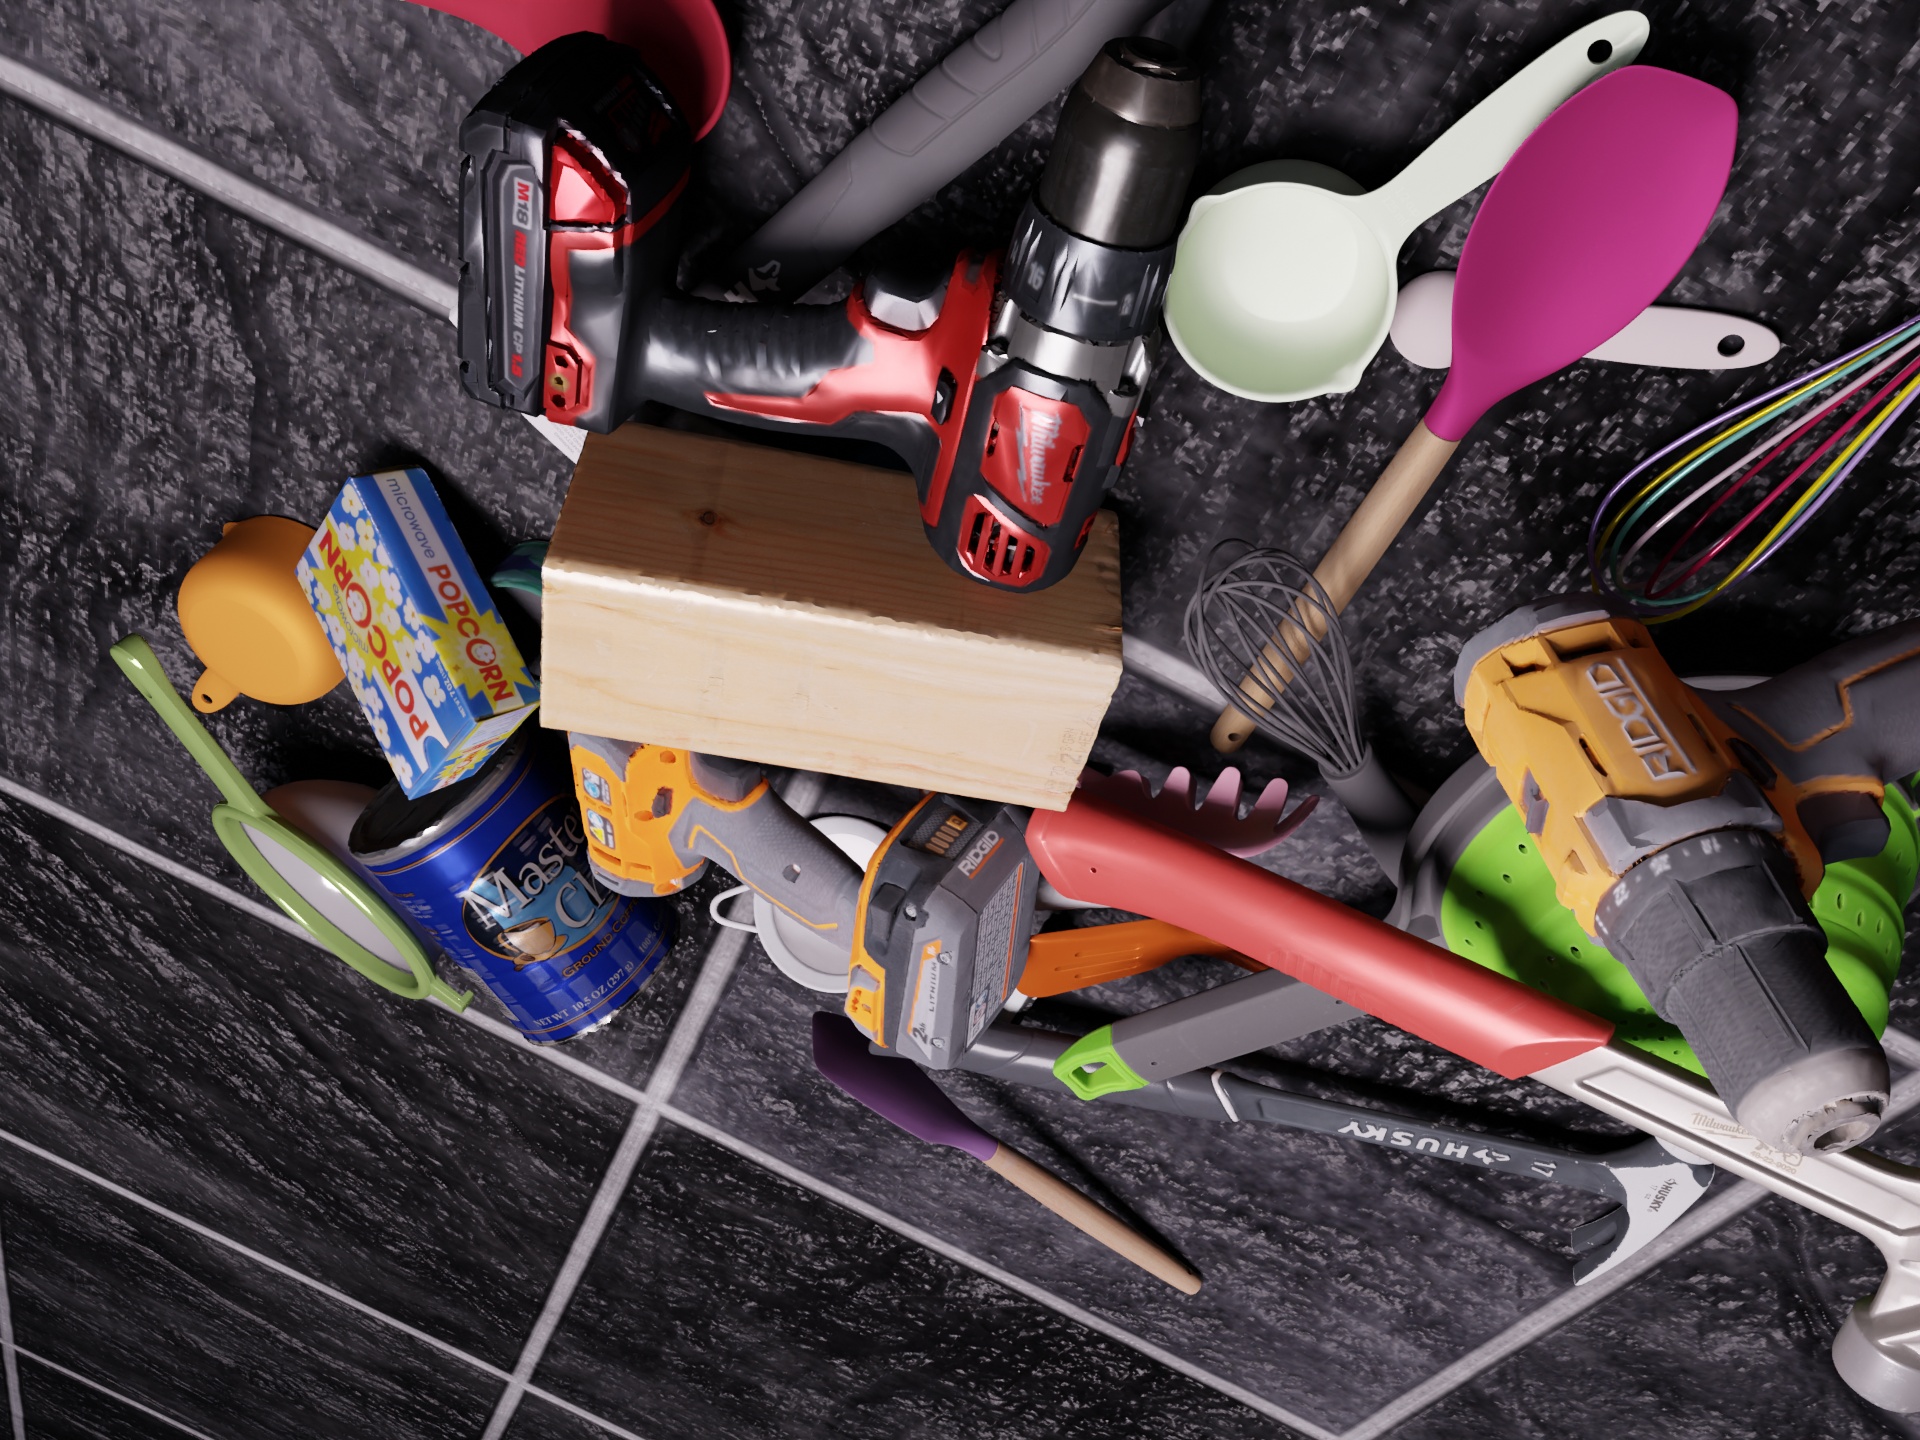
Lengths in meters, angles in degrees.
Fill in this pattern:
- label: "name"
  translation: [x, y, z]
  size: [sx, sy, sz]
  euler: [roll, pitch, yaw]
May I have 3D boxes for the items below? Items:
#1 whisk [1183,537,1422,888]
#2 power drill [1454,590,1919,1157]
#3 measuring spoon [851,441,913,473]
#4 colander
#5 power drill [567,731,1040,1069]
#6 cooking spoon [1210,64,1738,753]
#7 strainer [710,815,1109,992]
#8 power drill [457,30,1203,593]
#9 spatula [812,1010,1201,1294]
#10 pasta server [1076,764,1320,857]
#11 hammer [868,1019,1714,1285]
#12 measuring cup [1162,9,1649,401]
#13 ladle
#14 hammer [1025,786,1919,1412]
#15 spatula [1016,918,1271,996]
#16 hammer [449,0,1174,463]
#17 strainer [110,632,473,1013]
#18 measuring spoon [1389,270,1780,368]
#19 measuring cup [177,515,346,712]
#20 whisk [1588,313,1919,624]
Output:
- label: "whisk"
  translation: [0.153, 0.013, 0.631]
  size: [0.055, 0.055, 0.238]
  euler: [-15, 136, 30]
- label: "power drill"
  translation: [0.287, 0.024, 0.472]
  size: [0.226, 0.186, 0.084]
  euler: [-12, 137, -2]
- label: "measuring spoon"
  translation: [0.006, -0.102, 0.623]
  size: [0.128, 0.021, 0.042]
  euler: [-17, 121, 33]
- label: "colander"
  translation: [0.209, 0.117, 0.636]
  size: [0.397, 0.095, 0.204]
  euler: [-25, 127, 26]
- label: "power drill"
  translation: [-0.080, 0.043, 0.705]
  size: [0.226, 0.084, 0.164]
  euler: [26, 137, 21]
- label: "cooking spoon"
  translation: [0.158, -0.086, 0.565]
  size: [0.068, 0.017, 0.318]
  euler: [14, 139, -11]
- label: "strainer"
  translation: [0.005, 0.086, 0.772]
  size: [0.258, 0.050, 0.087]
  euler: [-5, 83, 18]
- label: "power drill"
  translation: [-0.041, -0.151, 0.519]
  size: [0.226, 0.080, 0.187]
  euler: [19, 133, 1]
- label: "spatula"
  translation: [0.033, 0.247, 0.883]
  size: [0.018, 0.060, 0.315]
  euler: [-40, 118, 19]
- label: "pasta server"
  translation: [-0.001, -0.002, 0.699]
  size: [0.316, 0.060, 0.040]
  euler: [20, 89, 13]
- label: "hammer"
  translation: [0.153, 0.194, 0.796]
  size: [0.409, 0.036, 0.149]
  euler: [10, 133, 9]
- label: "measuring cup"
  translation: [0.139, -0.170, 0.508]
  size: [0.167, 0.038, 0.083]
  euler: [-33, 112, 33]
- label: "ladle"
  translation: [-0.221, -0.269, 0.567]
  size: [0.315, 0.031, 0.069]
  euler: [17, 124, 9]
- label: "hammer"
  translation: [0.180, 0.094, 0.566]
  size: [0.359, 0.037, 0.149]
  euler: [24, 123, 30]
- label: "spatula"
  translation: [0.185, 0.134, 0.744]
  size: [0.322, 0.041, 0.081]
  euler: [11, 153, 10]
- label: "hammer"
  translation: [-0.039, -0.178, 0.569]
  size: [0.335, 0.035, 0.146]
  euler: [-28, 114, 36]
- label: "strainer"
  translation: [-0.342, 0.040, 0.835]
  size: [0.151, 0.069, 0.256]
  euler: [14, 140, 36]
- label: "measuring spoon"
  translation: [0.205, -0.127, 0.528]
  size: [0.124, 0.018, 0.034]
  euler: [8, 131, 14]
- label: "measuring cup"
  translation: [-0.365, -0.032, 0.804]
  size: [0.095, 0.052, 0.173]
  euler: [44, 128, -17]
- label: "whisk"
  translation: [0.297, -0.110, 0.493]
  size: [0.051, 0.047, 0.245]
  euler: [37, 129, -10]
